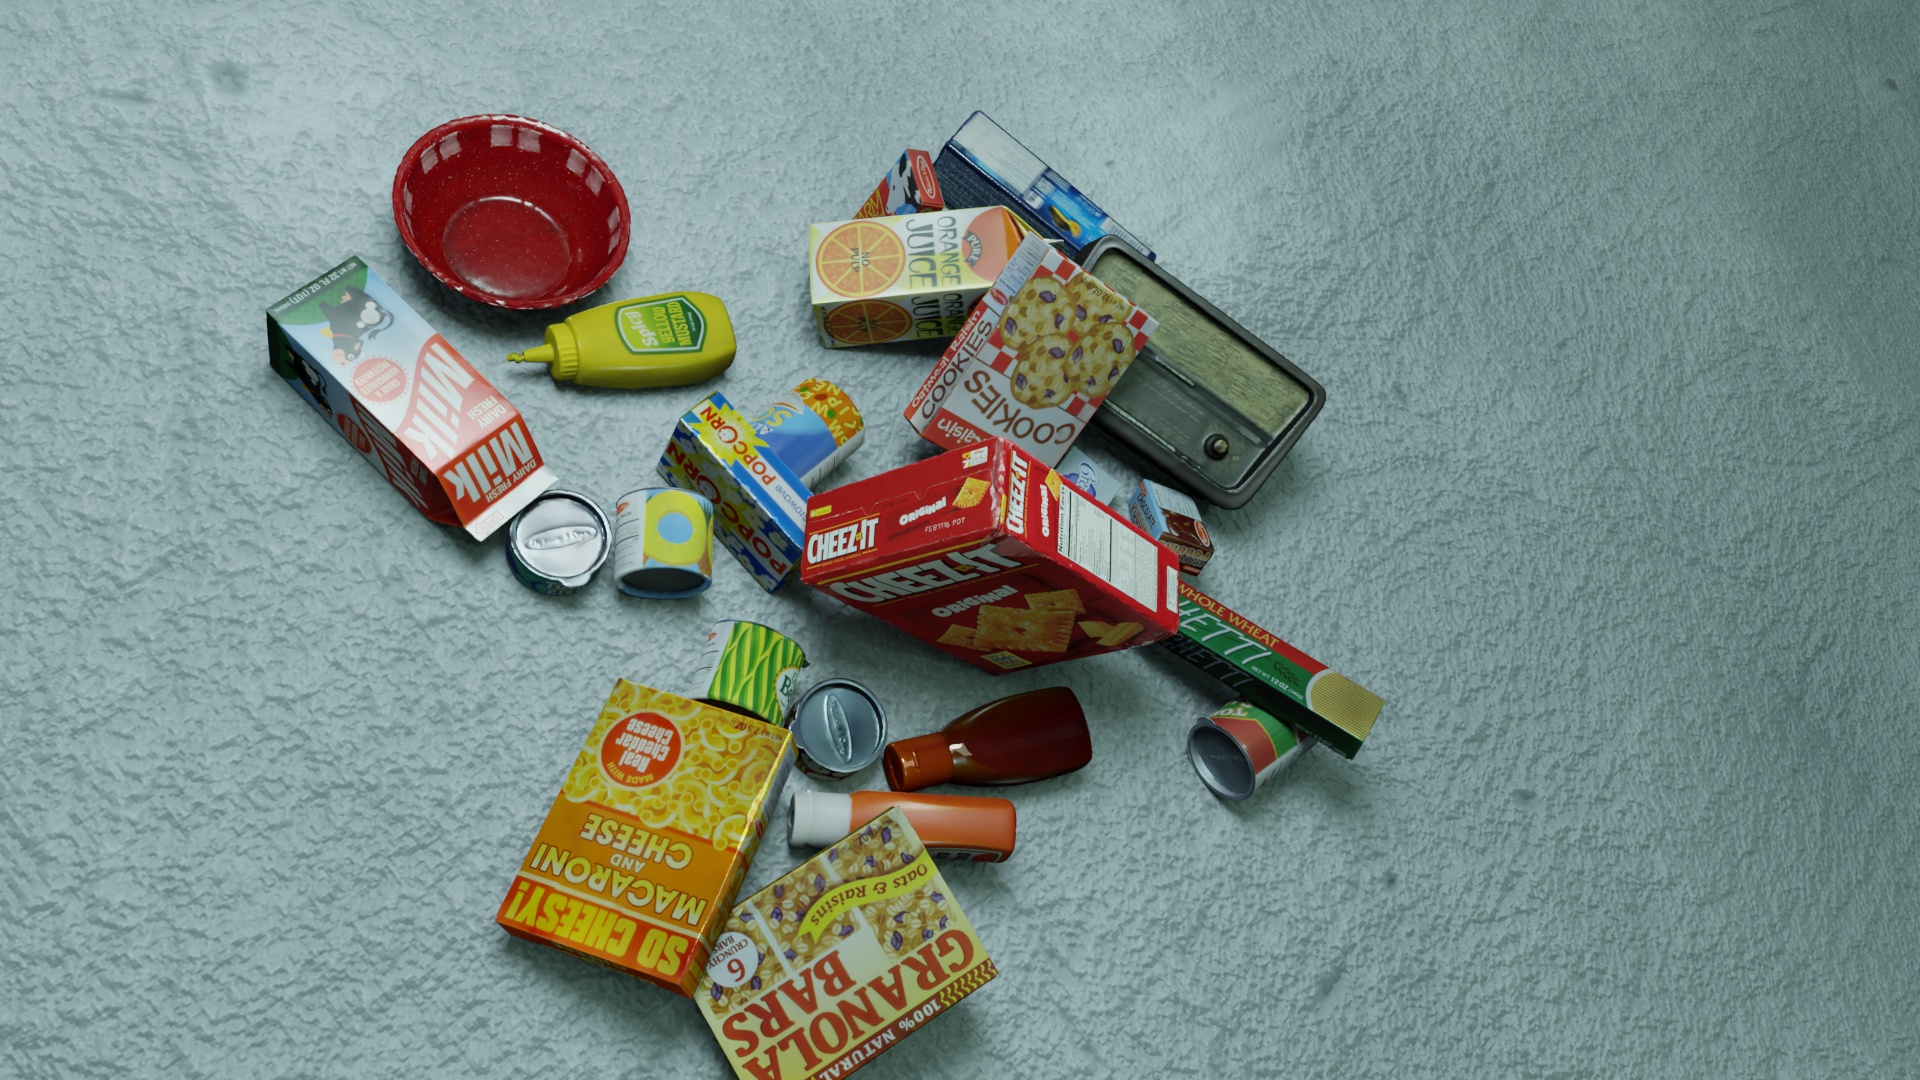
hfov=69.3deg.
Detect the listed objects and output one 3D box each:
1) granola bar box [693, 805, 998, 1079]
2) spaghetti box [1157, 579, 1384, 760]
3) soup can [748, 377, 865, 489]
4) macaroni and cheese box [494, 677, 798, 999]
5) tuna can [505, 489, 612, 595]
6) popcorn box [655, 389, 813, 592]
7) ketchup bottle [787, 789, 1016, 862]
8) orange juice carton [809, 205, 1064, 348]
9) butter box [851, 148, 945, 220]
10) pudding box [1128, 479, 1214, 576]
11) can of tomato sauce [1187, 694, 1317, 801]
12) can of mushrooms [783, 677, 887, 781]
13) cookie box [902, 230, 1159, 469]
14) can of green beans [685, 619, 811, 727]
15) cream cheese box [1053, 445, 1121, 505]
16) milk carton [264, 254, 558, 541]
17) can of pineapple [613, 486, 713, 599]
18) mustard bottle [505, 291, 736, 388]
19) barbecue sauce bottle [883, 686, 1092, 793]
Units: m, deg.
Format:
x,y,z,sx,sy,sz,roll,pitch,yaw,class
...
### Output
x,y,z,sx,sy,sz,roll,pitch,yaw,class
-0.079,0.262,0.869,0.166,0.039,0.124,-30,83,-11,granola bar box
0.202,0.080,1.065,0.250,0.028,0.050,31,48,14,spaghetti box
-0.122,-0.073,1.013,0.071,0.071,0.084,46,57,0,soup can
-0.189,0.181,0.859,0.124,0.040,0.167,15,60,11,macaroni and cheese box
-0.269,0.004,0.931,0.071,0.032,0.071,10,64,-20,tuna can
-0.151,-0.032,0.971,0.126,0.085,0.038,48,58,1,popcorn box
-0.040,0.191,0.937,0.149,0.064,0.043,6,73,-12,ketchup bottle
-0.016,-0.204,1.074,0.193,0.071,0.073,-5,68,2,orange juice carton
-0.052,-0.260,1.108,0.024,0.103,0.053,-2,67,-34,butter box
0.168,-0.011,1.118,0.050,0.030,0.084,19,30,-17,pudding box
0.226,0.150,1.073,0.083,0.071,0.071,-27,81,-32,can of tomato sauce
-0.089,0.131,0.957,0.071,0.033,0.071,10,65,-21,can of mushrooms
0.053,-0.129,1.047,0.123,0.167,0.040,26,16,-37,cookie box
-0.144,0.094,0.929,0.071,0.071,0.058,24,61,-13,can of green beans
0.082,-0.024,1.109,0.053,0.024,0.104,40,58,-4,cream cheese box
-0.356,-0.085,0.907,0.190,0.073,0.073,43,57,0,milk carton
-0.200,0.003,0.944,0.071,0.070,0.058,6,66,-22,can of pineapple
-0.244,-0.140,0.998,0.161,0.048,0.065,-13,72,-29,mustard bottle
0.019,0.148,0.993,0.149,0.043,0.065,-9,71,-27,barbecue sauce bottle
